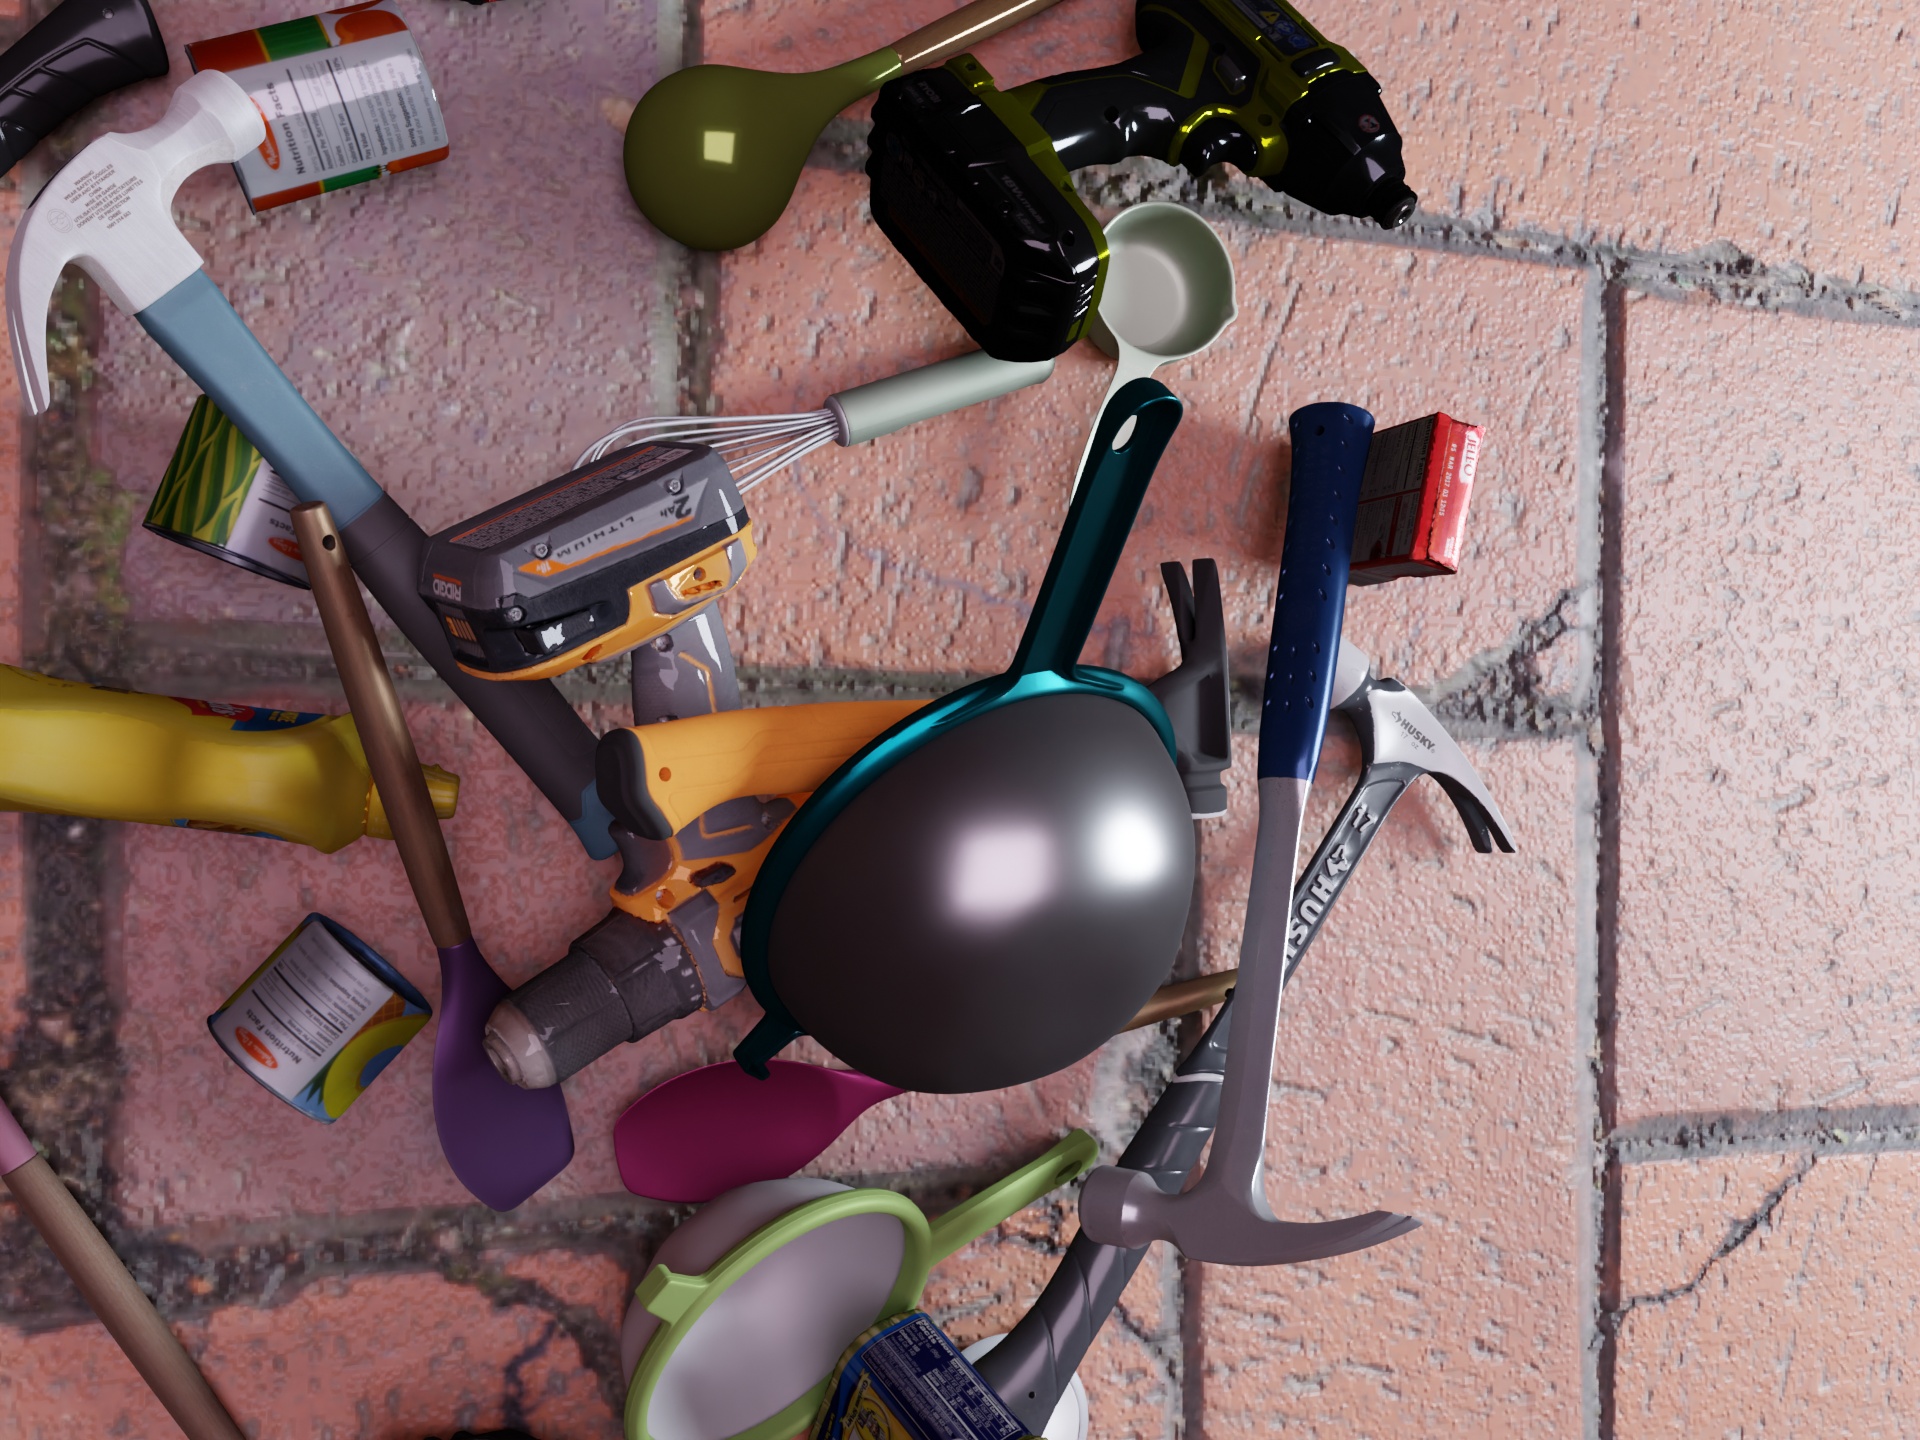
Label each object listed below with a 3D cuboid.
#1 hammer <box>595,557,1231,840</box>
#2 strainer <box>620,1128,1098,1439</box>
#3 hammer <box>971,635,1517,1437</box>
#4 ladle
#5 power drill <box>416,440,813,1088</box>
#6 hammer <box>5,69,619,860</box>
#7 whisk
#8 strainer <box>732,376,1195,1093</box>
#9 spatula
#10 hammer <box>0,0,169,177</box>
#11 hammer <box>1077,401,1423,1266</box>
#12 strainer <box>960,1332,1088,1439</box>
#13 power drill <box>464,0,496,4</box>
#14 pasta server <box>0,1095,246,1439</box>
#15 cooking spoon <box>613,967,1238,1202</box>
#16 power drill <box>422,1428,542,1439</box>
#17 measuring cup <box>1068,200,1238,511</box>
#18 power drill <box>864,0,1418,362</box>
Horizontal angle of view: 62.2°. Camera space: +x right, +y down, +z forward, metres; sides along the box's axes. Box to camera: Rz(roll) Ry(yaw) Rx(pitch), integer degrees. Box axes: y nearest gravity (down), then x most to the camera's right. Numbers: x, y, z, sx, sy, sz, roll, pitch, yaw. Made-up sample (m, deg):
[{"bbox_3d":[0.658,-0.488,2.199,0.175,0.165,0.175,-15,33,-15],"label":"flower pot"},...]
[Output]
[{"bbox_3d":[-0.001,-0.002,0.679,0.336,0.034,0.127,-7,96,-41],"label":"hammer"},{"bbox_3d":[-0.050,0.230,0.717,0.256,0.069,0.151,-20,132,-35],"label":"strainer"},{"bbox_3d":[0.131,0.159,0.768,0.149,0.036,0.409,38,74,-13],"label":"hammer"},{"bbox_3d":[-0.016,-0.314,0.747,0.320,0.062,0.078,-35,103,-22],"label":"ladle"},{"bbox_3d":[-0.138,0.023,0.642,0.185,0.084,0.226,-33,119,-30],"label":"power drill"},{"bbox_3d":[-0.227,-0.072,0.625,0.128,0.033,0.330,-48,122,-24],"label":"hammer"},{"bbox_3d":[-0.064,-0.133,0.727,0.246,0.058,0.059,-22,131,-19],"label":"whisk"},{"bbox_3d":[0.039,0.038,0.611,0.211,0.095,0.340,-11,137,-32],"label":"strainer"},{"bbox_3d":[-0.210,0.066,0.629,0.060,0.018,0.315,-34,124,-43],"label":"spatula"},{"bbox_3d":[-0.441,-0.178,0.609,0.146,0.035,0.335,44,78,-13],"label":"hammer"},{"bbox_3d":[0.152,0.039,0.724,0.035,0.144,0.406,33,62,-49],"label":"hammer"},{"bbox_3d":[-0.014,0.391,0.741,0.086,0.050,0.258,37,83,-13],"label":"strainer"},{"bbox_3d":[-0.136,-0.417,0.670,0.226,0.080,0.188,-12,96,-4],"label":"power drill"},{"bbox_3d":[-0.362,0.202,0.632,0.060,0.040,0.316,-30,100,-3],"label":"pasta server"},{"bbox_3d":[-0.004,0.163,0.754,0.319,0.017,0.068,-12,107,-17],"label":"cooking spoon"},{"bbox_3d":[-0.184,0.417,0.616,0.080,0.191,0.228,17,78,-51],"label":"power drill"},{"bbox_3d":[0.077,-0.168,0.773,0.083,0.038,0.167,20,86,-16],"label":"measuring cup"},{"bbox_3d":[0.086,-0.256,0.719,0.223,0.080,0.171,-30,70,-21],"label":"power drill"}]
